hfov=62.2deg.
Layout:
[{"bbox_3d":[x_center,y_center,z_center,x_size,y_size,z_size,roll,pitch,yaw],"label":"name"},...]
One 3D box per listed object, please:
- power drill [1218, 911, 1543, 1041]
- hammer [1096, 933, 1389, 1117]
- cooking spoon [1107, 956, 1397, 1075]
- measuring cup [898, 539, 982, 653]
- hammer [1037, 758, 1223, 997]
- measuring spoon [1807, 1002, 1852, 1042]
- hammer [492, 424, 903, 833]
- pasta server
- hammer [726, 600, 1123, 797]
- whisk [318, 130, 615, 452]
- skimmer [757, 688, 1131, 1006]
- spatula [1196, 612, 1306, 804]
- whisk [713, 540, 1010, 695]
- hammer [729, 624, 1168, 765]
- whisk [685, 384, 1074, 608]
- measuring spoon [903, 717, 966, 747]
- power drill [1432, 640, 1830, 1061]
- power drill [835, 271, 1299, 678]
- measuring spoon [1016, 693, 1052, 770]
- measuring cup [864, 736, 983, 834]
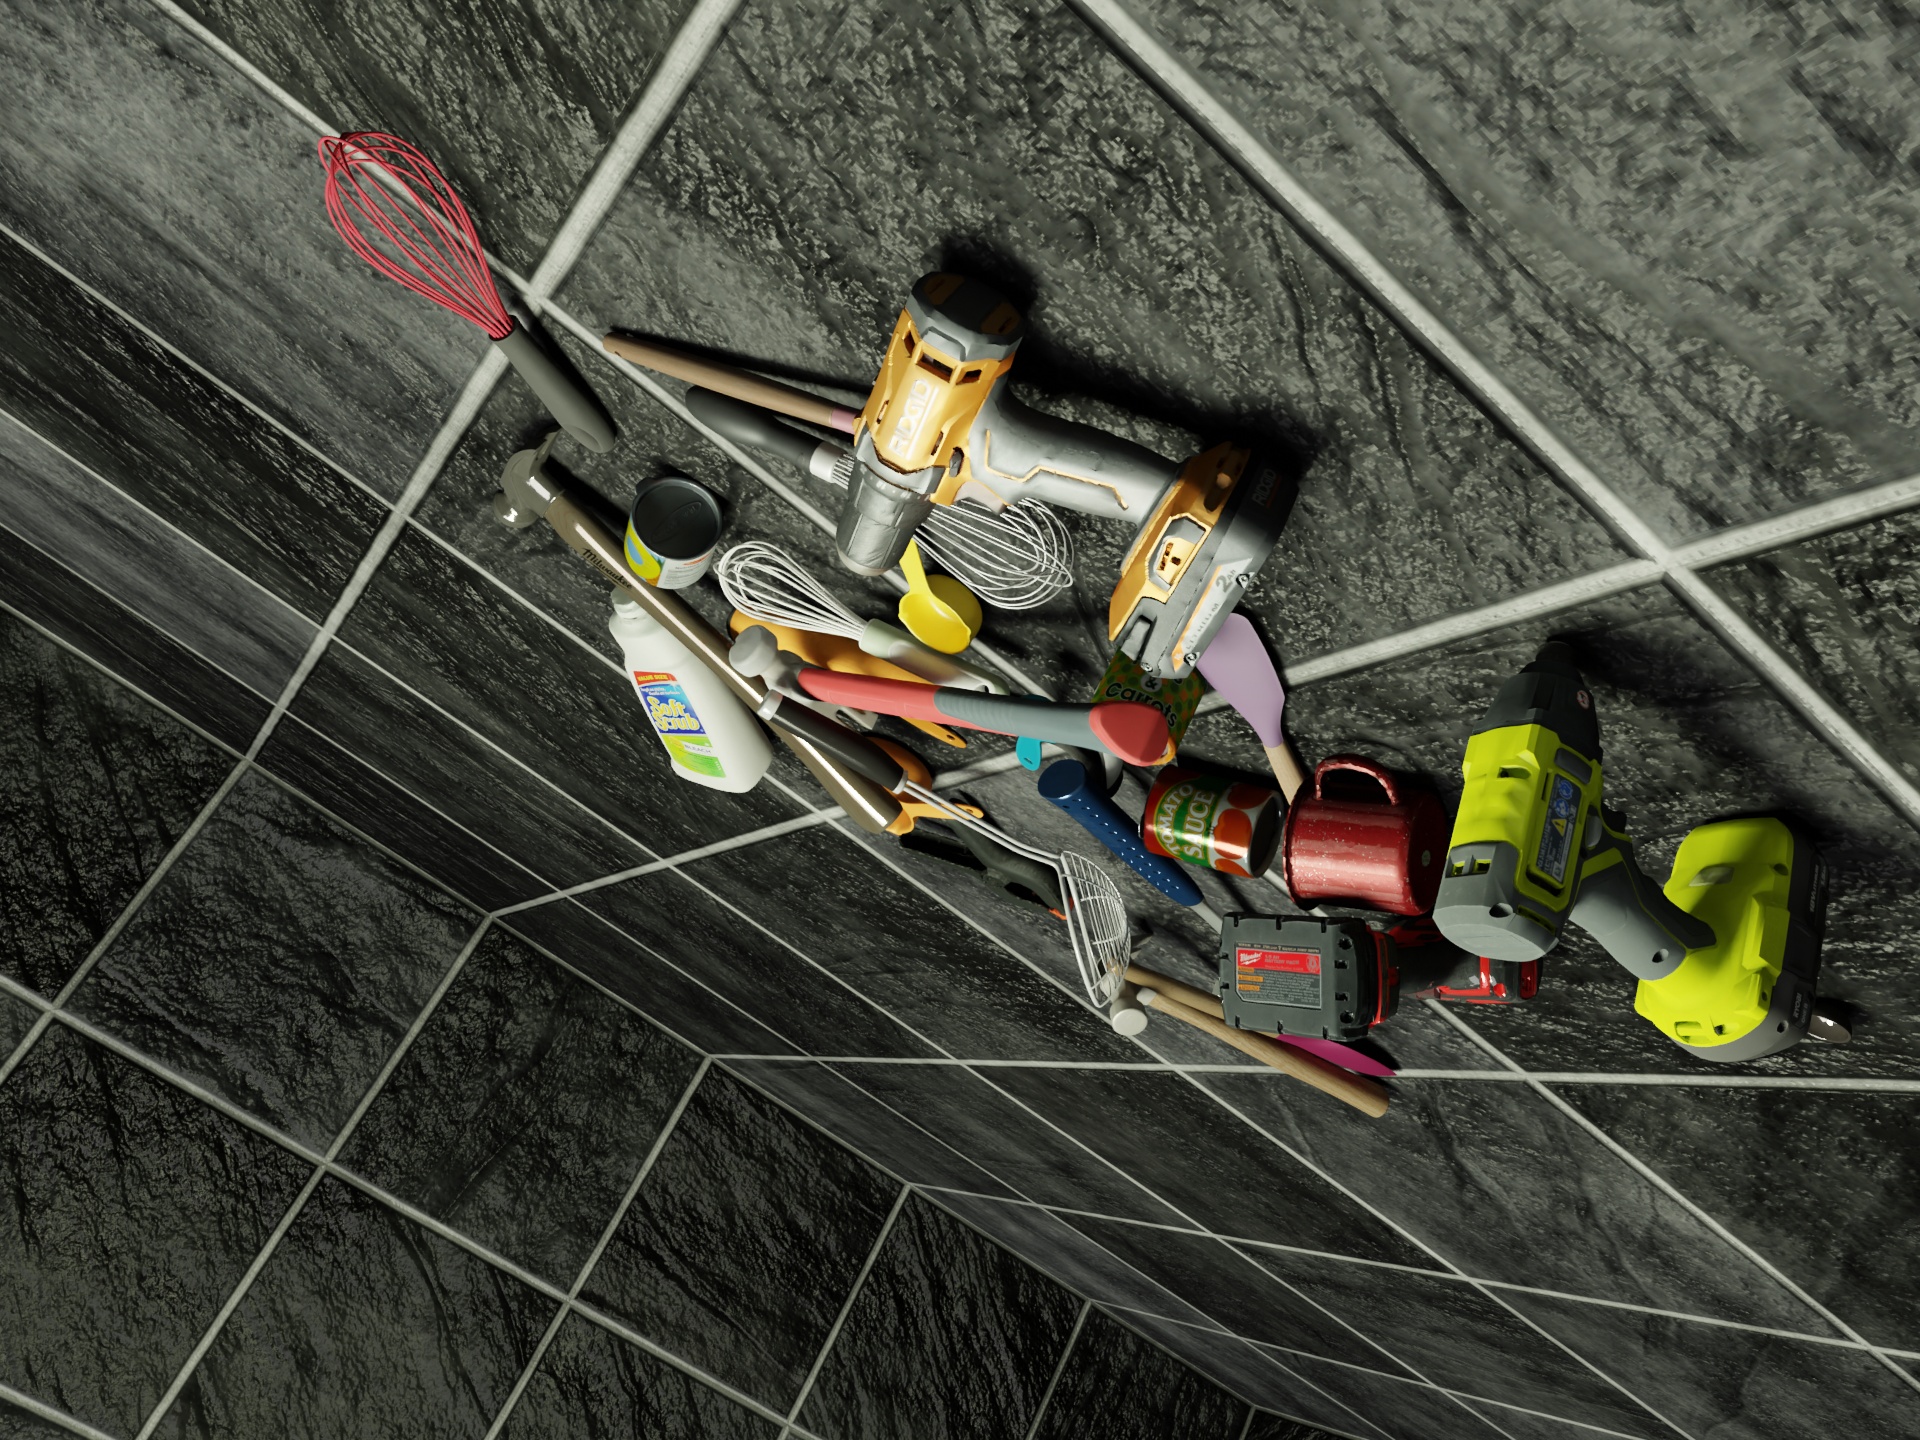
[{"bbox_3d":[0.287,0.170,1.108,0.219,0.078,0.143,3,175,-39],"label":"power drill"},{"bbox_3d":[0.262,0.288,1.456,0.331,0.130,0.031,28,115,-21],"label":"hammer"},{"bbox_3d":[0.262,0.268,1.417,0.318,0.017,0.069,25,168,-22],"label":"cooking spoon"},{"bbox_3d":[-0.025,-0.111,1.073,0.062,0.029,0.156,13,139,35],"label":"measuring cup"},{"bbox_3d":[0.184,0.147,1.277,0.144,0.035,0.405,4,151,44],"label":"hammer"},{"bbox_3d":[0.522,0.179,1.048,0.124,0.018,0.034,20,157,35],"label":"measuring spoon"},{"bbox_3d":[-0.197,-0.062,1.255,0.410,0.038,0.146,44,153,-9],"label":"hammer"},{"bbox_3d":[-0.092,-0.198,0.969,0.316,0.040,0.060,22,155,25],"label":"pasta server"},{"bbox_3d":[-0.035,-0.032,1.215,0.337,0.034,0.127,20,155,20],"label":"hammer"},{"bbox_3d":[-0.309,-0.268,1.033,0.073,0.073,0.295,14,158,30],"label":"whisk"},{"bbox_3d":[-0.012,0.098,1.230,0.363,0.127,0.090,31,112,-15],"label":"skimmer"},{"bbox_3d":[0.217,0.028,1.076,0.060,0.018,0.315,10,148,38],"label":"spatula"},{"bbox_3d":[-0.073,-0.066,1.151,0.246,0.057,0.059,26,-160,16],"label":"whisk"},{"bbox_3d":[-0.002,-0.003,1.091,0.386,0.038,0.143,10,159,49],"label":"hammer"},{"bbox_3d":[-0.055,-0.148,0.991,0.285,0.070,0.070,27,156,15],"label":"whisk"},{"bbox_3d":[-0.044,-0.010,1.300,0.117,0.011,0.021,30,154,-11],"label":"measuring spoon"},{"bbox_3d":[0.359,0.073,0.850,0.223,0.171,0.080,30,157,-22],"label":"power drill"},{"bbox_3d":[0.043,-0.112,0.862,0.226,0.084,0.185,30,132,2],"label":"power drill"},{"bbox_3d":[0.055,0.008,1.135,0.042,0.021,0.128,33,165,10],"label":"measuring spoon"},{"bbox_3d":[-0.037,0.055,1.367,0.174,0.052,0.095,2,144,42],"label":"measuring cup"}]
